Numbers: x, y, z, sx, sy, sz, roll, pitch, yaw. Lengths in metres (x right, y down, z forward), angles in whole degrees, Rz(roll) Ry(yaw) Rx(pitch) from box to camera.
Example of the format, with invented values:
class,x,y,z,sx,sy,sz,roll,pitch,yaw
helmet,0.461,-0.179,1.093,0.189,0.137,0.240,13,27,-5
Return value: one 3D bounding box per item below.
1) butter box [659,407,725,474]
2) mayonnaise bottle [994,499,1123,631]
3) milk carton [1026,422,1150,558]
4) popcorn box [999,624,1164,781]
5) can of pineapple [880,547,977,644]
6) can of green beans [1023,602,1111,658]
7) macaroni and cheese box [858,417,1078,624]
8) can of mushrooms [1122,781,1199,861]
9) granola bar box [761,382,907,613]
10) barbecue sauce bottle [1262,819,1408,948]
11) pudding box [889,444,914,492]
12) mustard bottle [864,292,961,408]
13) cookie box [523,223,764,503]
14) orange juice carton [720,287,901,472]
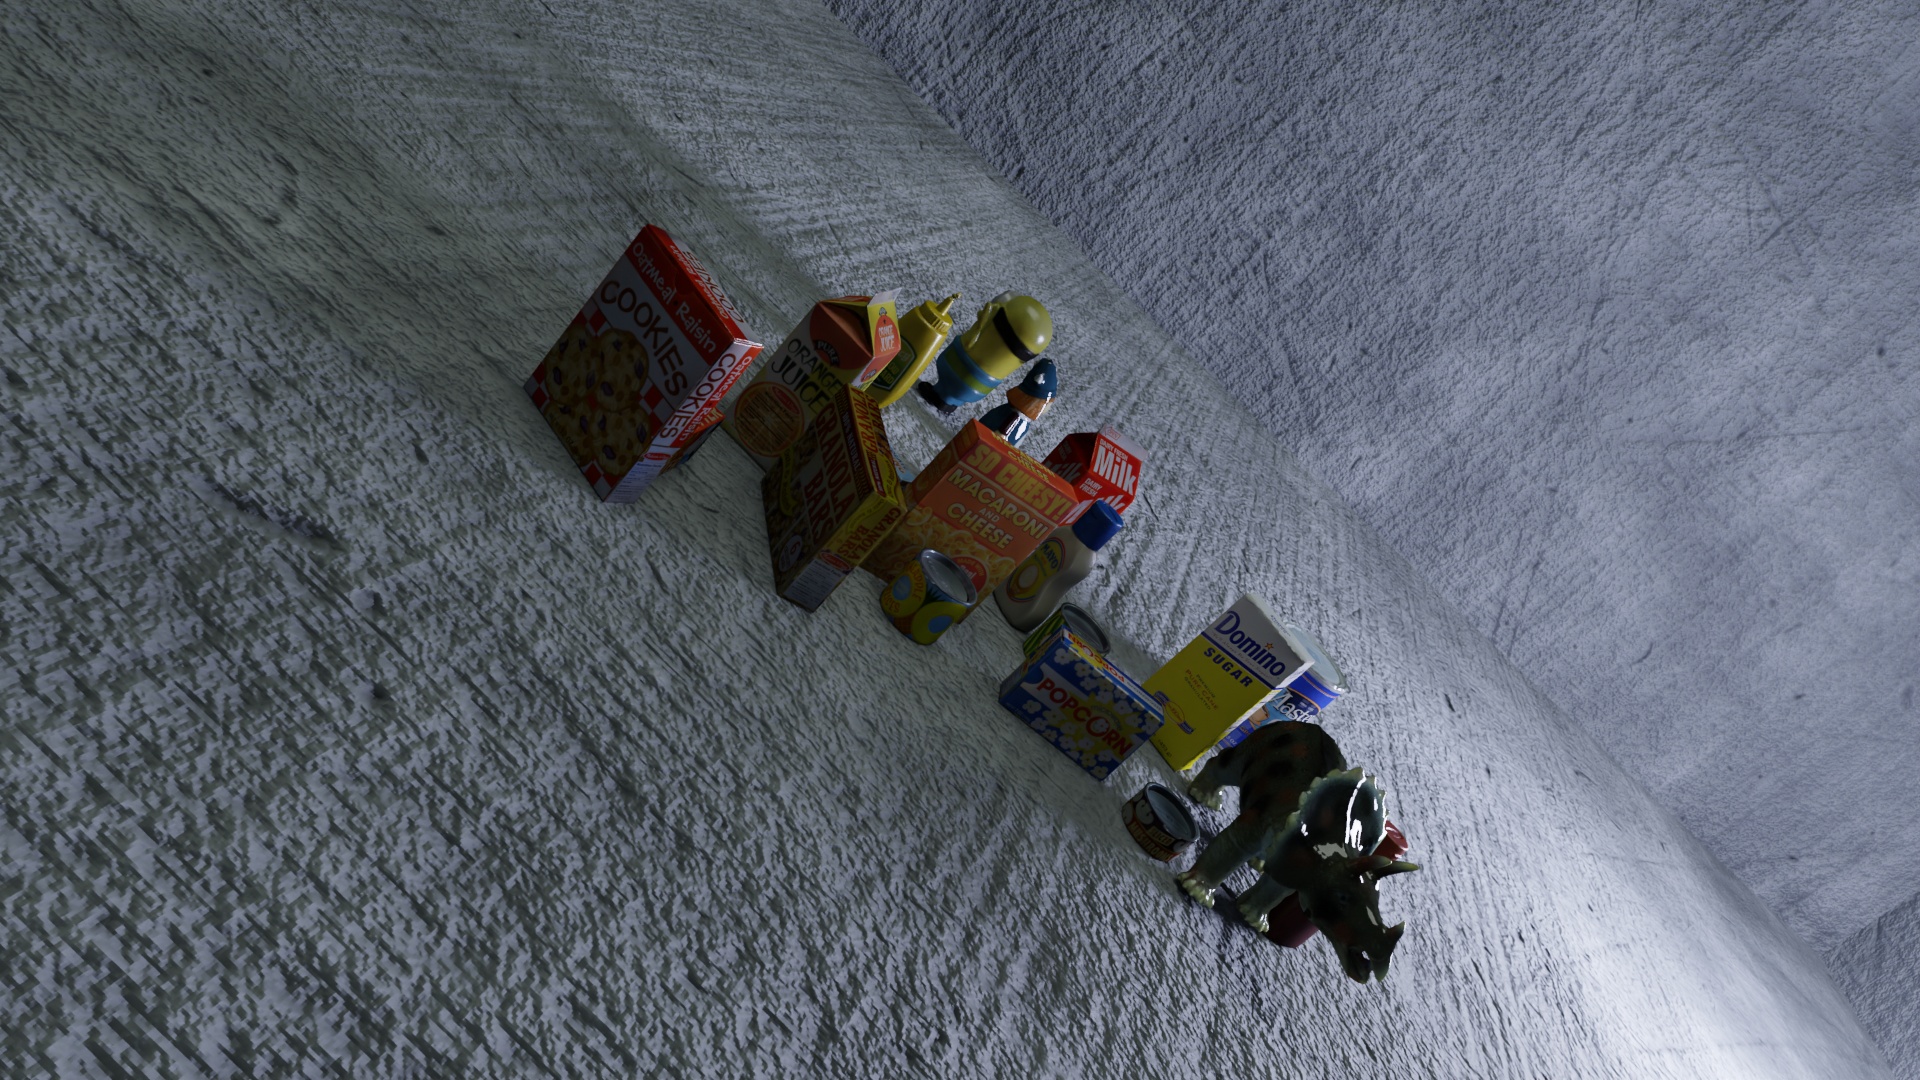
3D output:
class,x,y,z,sx,sy,sz,roll,pitch,yaw
butter box,-0.230,-0.079,1.107,0.024,0.053,0.104,44,21,0
mayonnaise bottle,0.098,0.022,1.378,0.041,0.147,0.065,24,28,-42
milk carton,0.112,-0.041,1.462,0.072,0.190,0.074,30,25,-33
popcorn box,0.110,0.147,1.249,0.126,0.085,0.038,39,21,-12
can of pineapple,-0.030,0.049,1.220,0.071,0.057,0.071,37,22,-17
can of green beans,0.104,0.104,1.358,0.071,0.057,0.071,37,22,-17
macaroni and cheese box,0.004,-0.016,1.253,0.123,0.166,0.040,32,24,-29
can of mushrooms,0.179,0.253,1.245,0.071,0.033,0.071,37,22,-17
granola bar box,-0.109,-0.039,1.151,0.039,0.124,0.166,31,24,-31
barbecue sauce bottle,0.340,0.312,1.265,0.065,0.148,0.044,27,26,-38
pudding box,-0.083,-0.070,1.359,0.030,0.049,0.084,12,38,-55
mustard bottle,-0.056,-0.218,1.536,0.065,0.159,0.049,45,20,3
cookie box,-0.237,-0.129,1.029,0.123,0.167,0.040,51,22,19
orange juice carton,-0.124,-0.154,1.246,0.073,0.192,0.072,45,20,3
